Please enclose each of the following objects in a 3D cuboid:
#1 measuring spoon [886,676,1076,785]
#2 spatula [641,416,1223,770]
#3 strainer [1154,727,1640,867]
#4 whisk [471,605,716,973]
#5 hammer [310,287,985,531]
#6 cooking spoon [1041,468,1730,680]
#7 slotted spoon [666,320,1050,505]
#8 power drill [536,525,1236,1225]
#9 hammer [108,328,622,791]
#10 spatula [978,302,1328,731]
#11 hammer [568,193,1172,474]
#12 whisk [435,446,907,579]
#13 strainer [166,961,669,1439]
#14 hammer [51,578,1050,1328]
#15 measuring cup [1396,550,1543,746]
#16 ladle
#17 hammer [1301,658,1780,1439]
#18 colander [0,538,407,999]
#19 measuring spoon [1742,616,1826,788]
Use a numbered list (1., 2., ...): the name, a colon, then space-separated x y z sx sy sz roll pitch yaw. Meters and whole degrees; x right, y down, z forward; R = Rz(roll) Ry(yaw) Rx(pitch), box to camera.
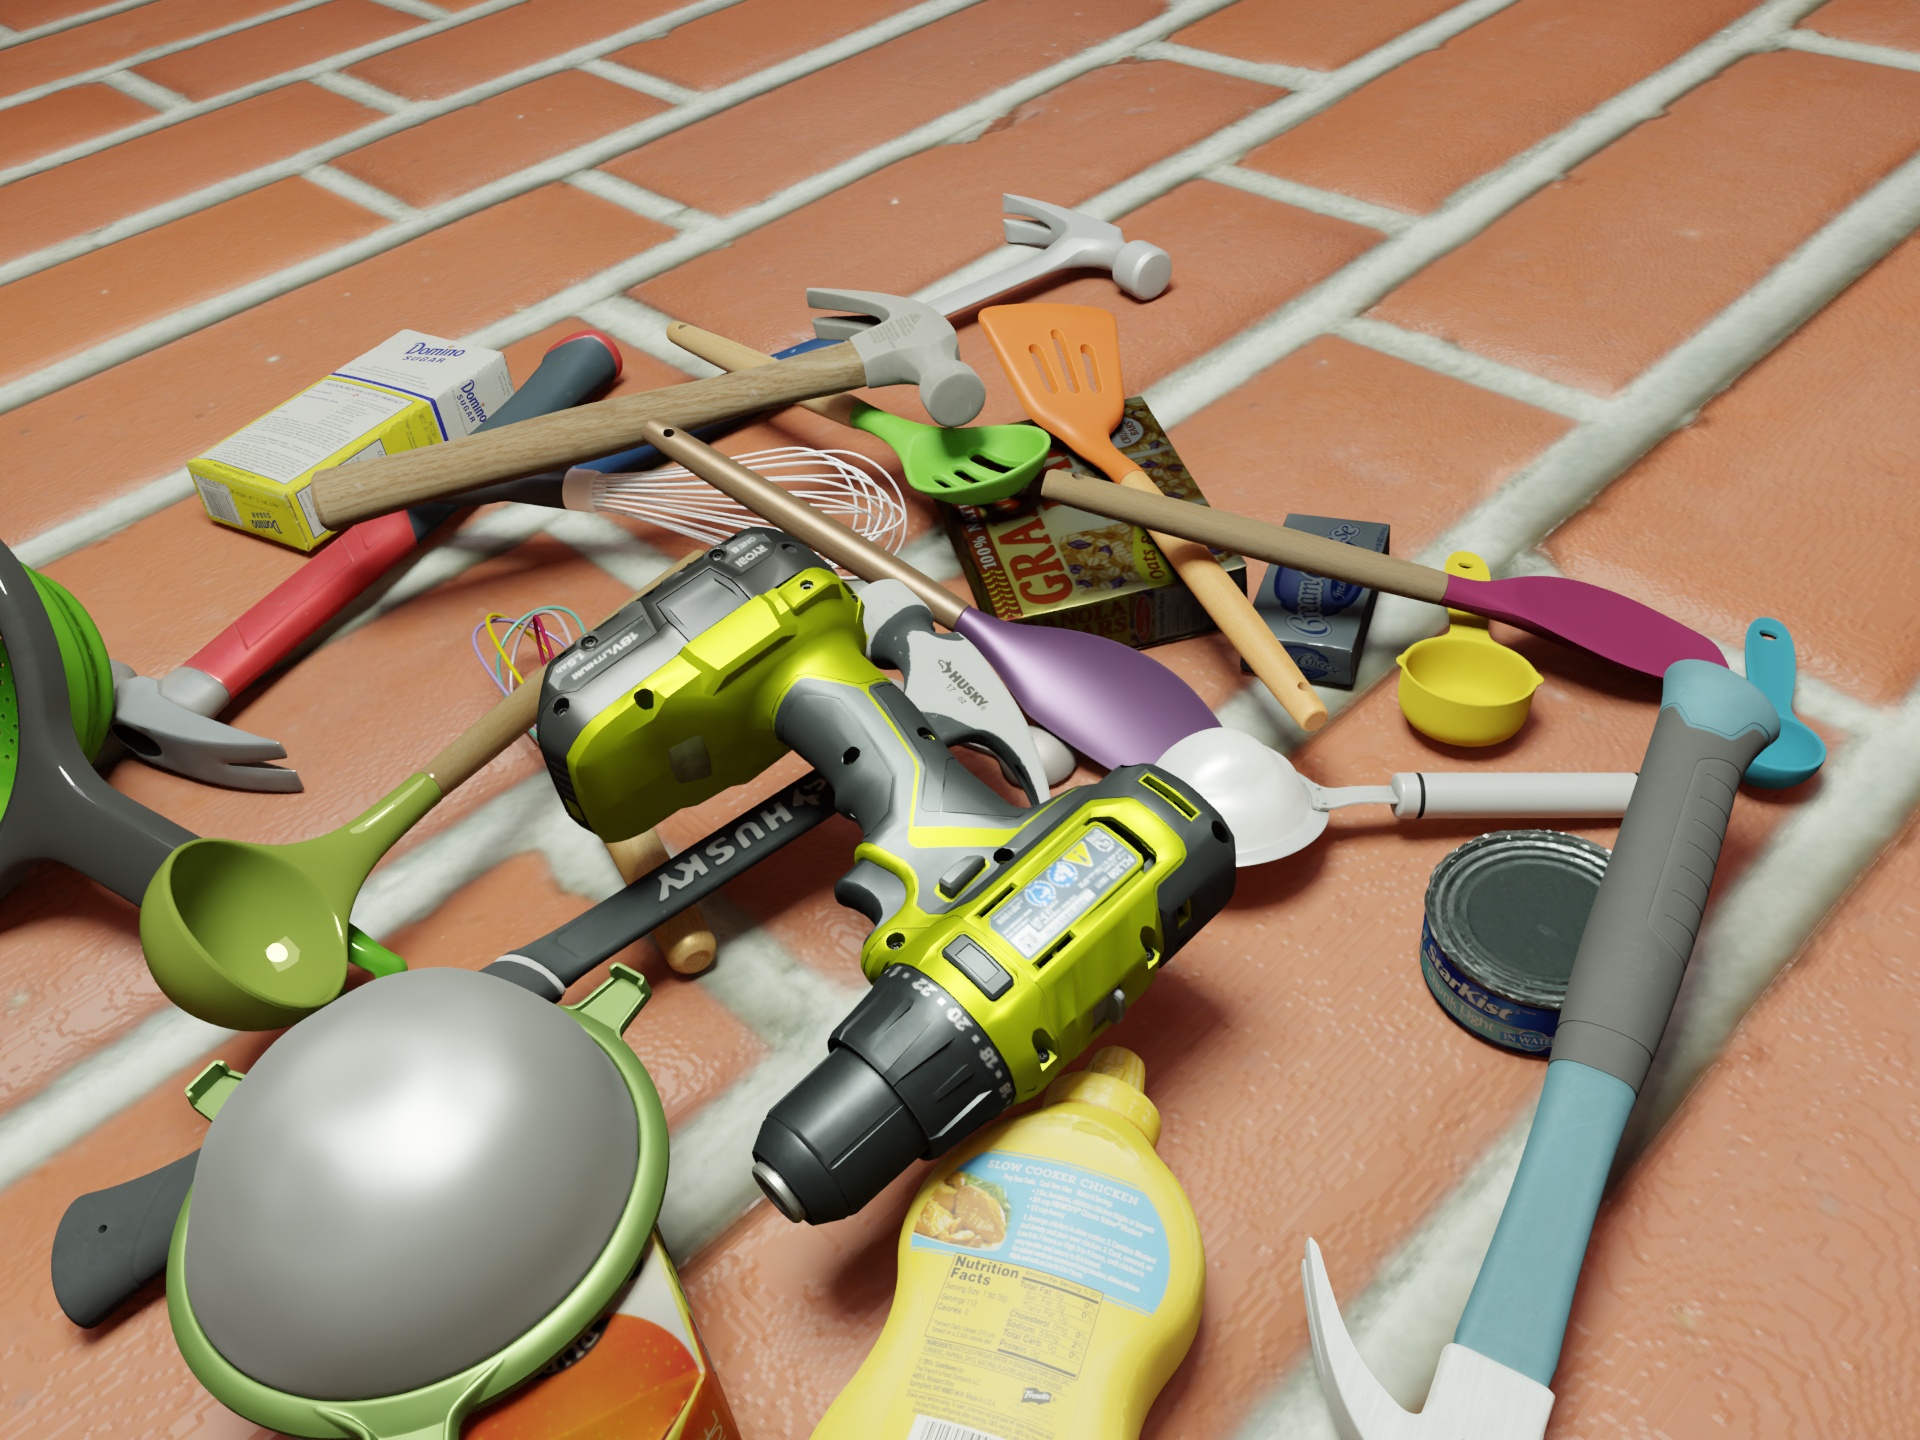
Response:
1. measuring spoon: -0.001 -0.002 0.731 0.124 0.018 0.034 23 50 31
2. spatula: -0.019 -0.061 0.733 0.316 0.018 0.060 31 64 13
3. strainer: 0.174 0.028 0.650 0.258 0.050 0.087 0 28 -1
4. whisk: -0.162 0.023 0.714 0.051 0.047 0.245 -27 49 -15
5. hammer: -0.162 -0.156 0.814 0.331 0.031 0.130 -16 42 -9
6. cooking spoon: 0.191 -0.065 0.713 0.319 0.017 0.069 15 36 -2
7. slotted spoon: -0.069 -0.176 0.874 0.070 0.031 0.314 -37 46 -26
8. power drill: -0.045 0.046 0.560 0.190 0.080 0.229 -38 60 -24
9. hammer: -0.296 -0.107 0.880 0.143 0.038 0.386 15 46 22
10. spatula: 0.094 -0.108 0.758 0.081 0.041 0.323 -5 41 -21
11. hammer: -0.067 -0.237 0.992 0.405 0.035 0.144 -29 46 -22
12. whisk: -0.167 -0.117 0.835 0.284 0.070 0.070 6 43 9
13. strainer: -0.155 0.156 0.427 0.151 0.069 0.257 -13 40 -7
14. hammer: -0.144 0.091 0.608 0.409 0.036 0.149 -33 55 -18
15. measuring cup: 0.233 -0.036 0.737 0.062 0.029 0.157 9 32 12
16. ladle: -0.198 0.008 0.661 0.062 0.078 0.320 -32 12 47
17. hammer: 0.212 0.108 0.521 0.128 0.033 0.331 21 58 20
18. colander: -0.390 0.021 0.706 0.397 0.204 0.094 26 14 12
19. measuring spoon: 0.349 -0.007 0.691 0.042 0.021 0.129 15 37 18
